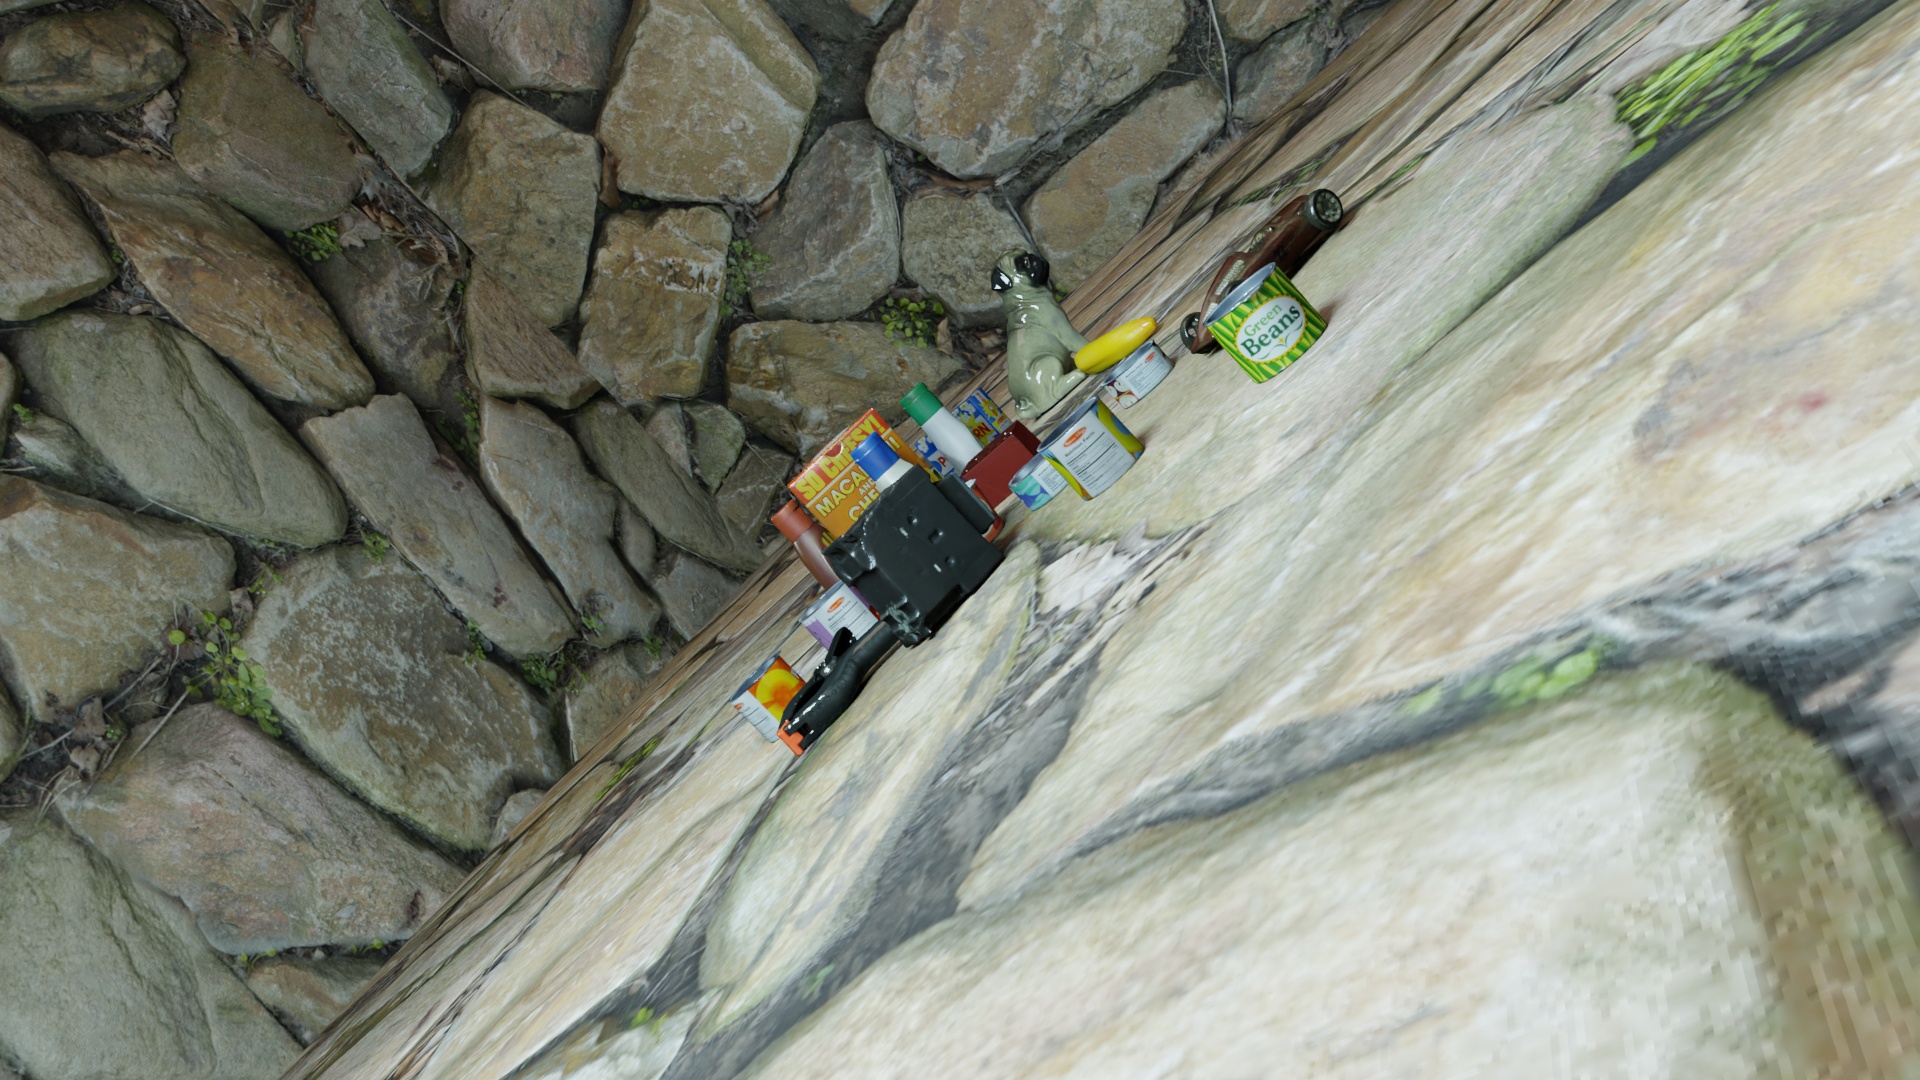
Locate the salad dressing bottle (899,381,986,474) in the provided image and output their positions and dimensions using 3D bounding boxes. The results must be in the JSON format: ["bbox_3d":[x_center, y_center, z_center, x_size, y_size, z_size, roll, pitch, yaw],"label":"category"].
[{"bbox_3d":[-0.008,-0.116,1.588,0.044,0.147,0.064,-43,7,-2],"label":"salad dressing bottle"}]

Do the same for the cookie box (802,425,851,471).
[{"bbox_3d":[-0.097,-0.044,1.574,0.040,0.167,0.123,-41,8,18],"label":"cookie box"}]

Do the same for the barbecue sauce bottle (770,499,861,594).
[{"bbox_3d":[-0.158,0.018,1.621,0.043,0.148,0.065,-39,8,32],"label":"barbecue sauce bottle"}]

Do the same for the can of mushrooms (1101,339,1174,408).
[{"bbox_3d":[0.171,-0.161,1.345,0.071,0.033,0.071,-42,8,7],"label":"can of mushrooms"}]

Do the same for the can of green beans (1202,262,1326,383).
[{"bbox_3d":[0.216,-0.154,0.985,0.071,0.058,0.071,-42,7,7],"label":"can of green beans"}]

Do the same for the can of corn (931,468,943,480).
[{"bbox_3d":[-0.035,-0.044,1.672,0.071,0.058,0.071,-42,7,7],"label":"can of corn"}]

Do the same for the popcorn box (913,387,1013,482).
[{"bbox_3d":[0.010,-0.133,1.829,0.126,0.085,0.038,-36,10,43],"label":"popcorn box"}]

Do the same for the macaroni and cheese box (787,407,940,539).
[{"bbox_3d":[-0.082,-0.039,1.472,0.124,0.166,0.040,-44,7,-5],"label":"macaroni and cheese box"}]

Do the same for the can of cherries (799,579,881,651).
[{"bbox_3d":[-0.123,0.081,1.432,0.071,0.058,0.071,-42,7,7],"label":"can of cherries"}]

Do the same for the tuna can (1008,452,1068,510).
[{"bbox_3d":[0.077,-0.060,1.275,0.071,0.033,0.071,-42,8,7],"label":"tuna can"}]

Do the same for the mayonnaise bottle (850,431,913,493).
[{"bbox_3d":[-0.048,-0.046,1.407,0.041,0.148,0.064,-46,8,-20],"label":"mayonnaise bottle"}]

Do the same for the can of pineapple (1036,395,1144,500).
[{"bbox_3d":[0.105,-0.075,1.120,0.071,0.058,0.071,-42,7,7],"label":"can of pineapple"}]

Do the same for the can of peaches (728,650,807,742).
[{"bbox_3d":[-0.177,0.150,1.334,0.071,0.058,0.071,-42,7,7],"label":"can of peaches"}]

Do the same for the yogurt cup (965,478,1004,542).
[{"bbox_3d":[0.005,-0.017,1.332,0.072,0.054,0.072,-42,7,7],"label":"yogurt cup"}]
